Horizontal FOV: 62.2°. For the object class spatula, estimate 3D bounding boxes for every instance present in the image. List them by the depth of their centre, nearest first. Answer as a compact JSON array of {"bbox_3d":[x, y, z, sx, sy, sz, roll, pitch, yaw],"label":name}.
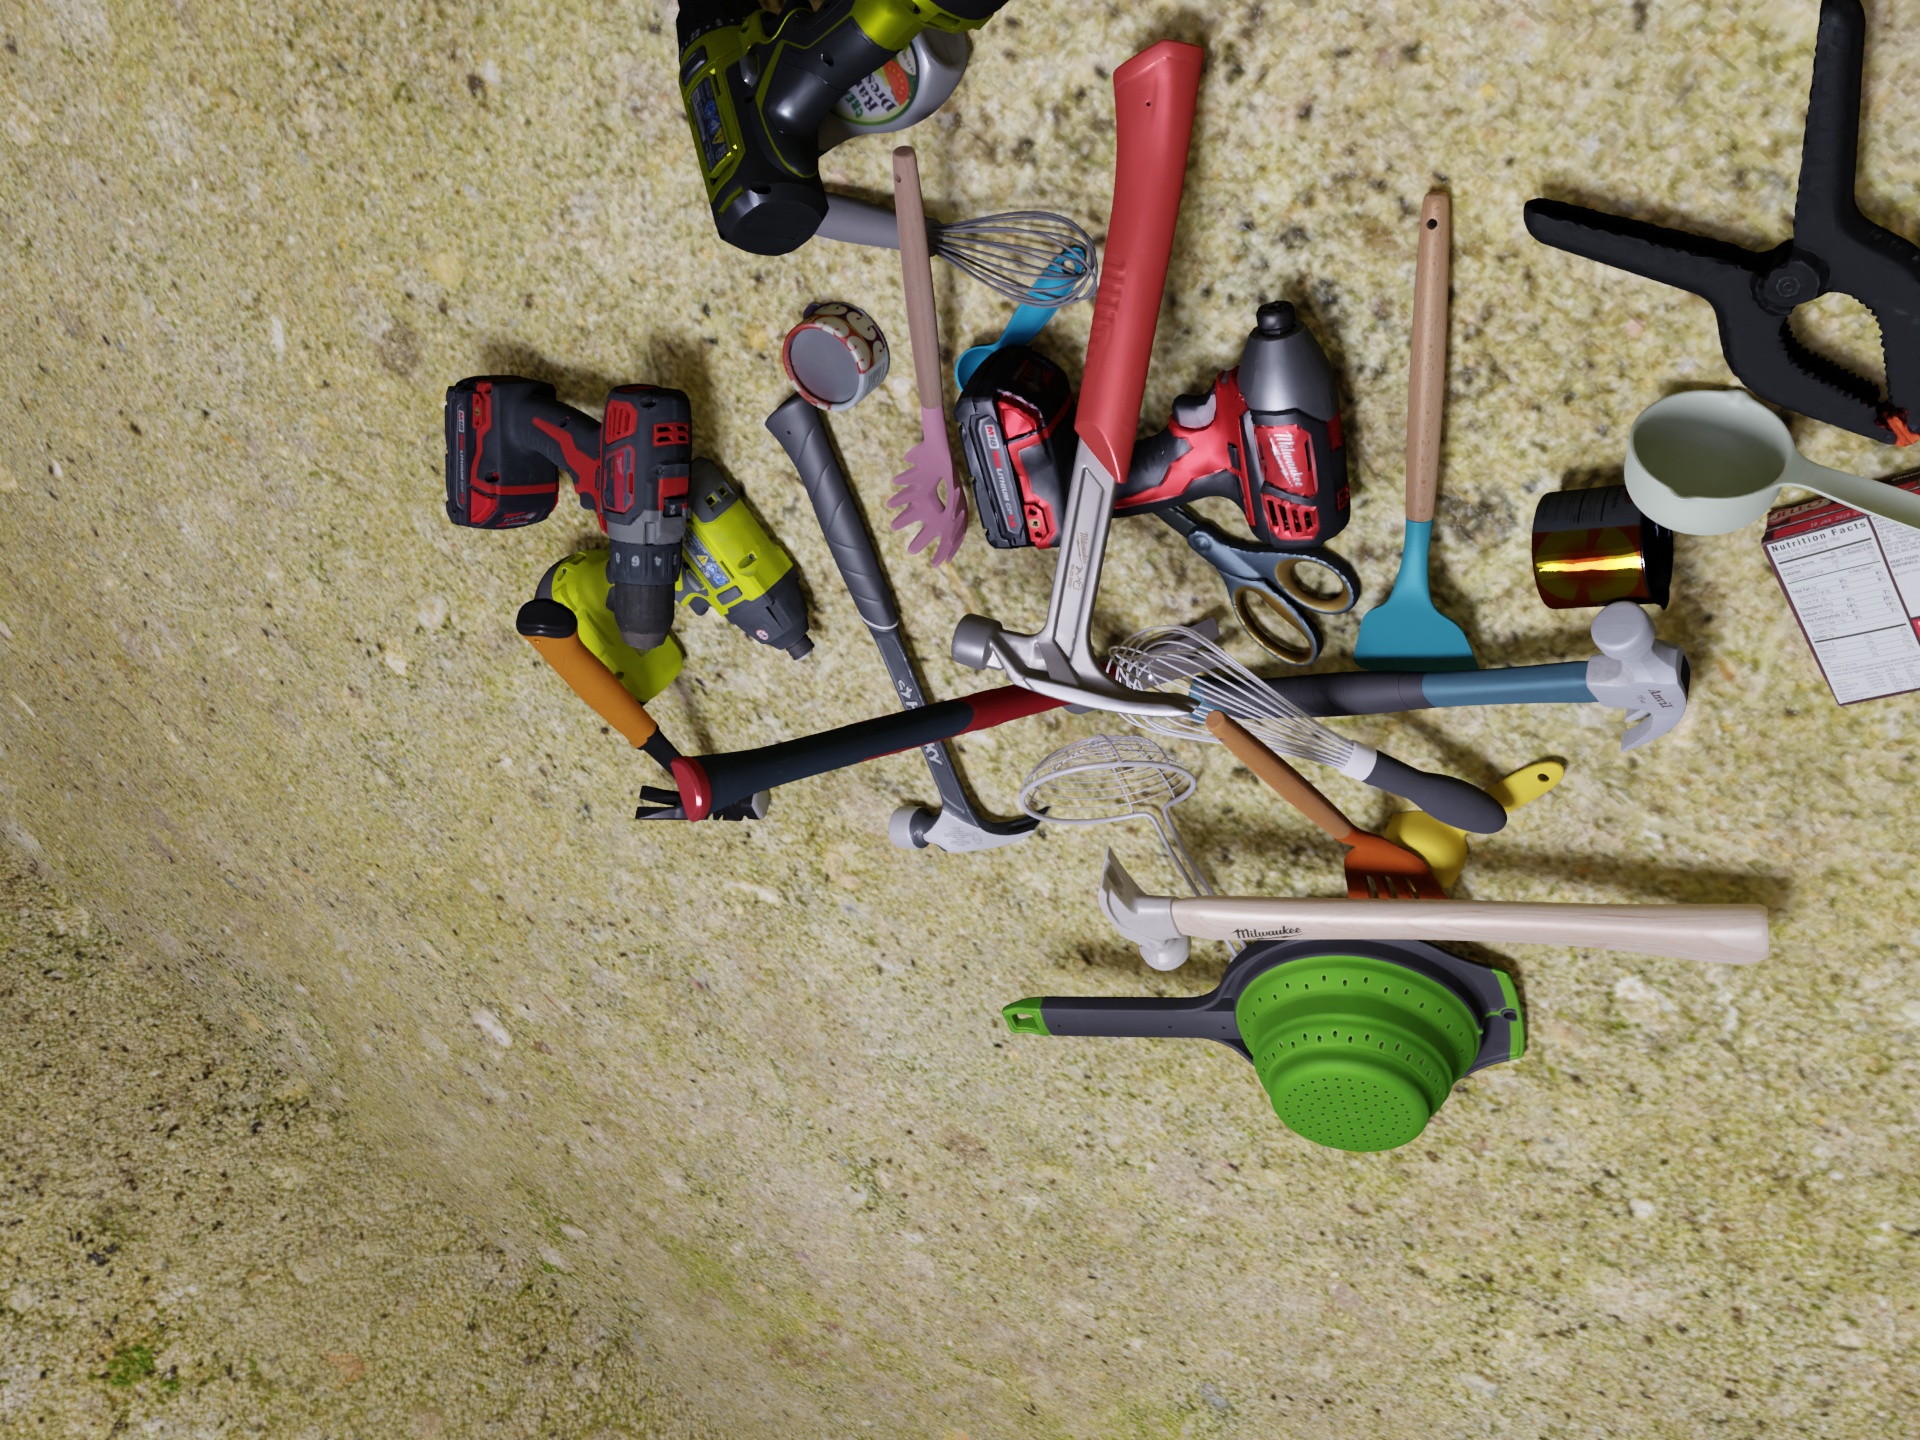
[{"bbox_3d":[0.266,-0.145,0.913,0.082,0.044,0.317,12,128,27],"label":"spatula"},{"bbox_3d":[0.230,0.069,1.004,0.081,0.041,0.322,-2,156,37],"label":"spatula"}]

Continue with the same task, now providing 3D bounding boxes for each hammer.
[{"bbox_3d":[0.093,-0.182,0.880,0.149,0.037,0.359,15,109,16],"label":"hammer"},{"bbox_3d":[-0.002,-0.003,0.974,0.143,0.386,0.038,-19,87,48],"label":"hammer"},{"bbox_3d":[0.278,-0.019,0.980,0.331,0.033,0.128,-3,153,44],"label":"hammer"},{"bbox_3d":[0.293,0.126,1.030,0.411,0.038,0.146,-2,150,25],"label":"hammer"},{"bbox_3d":[-0.052,-0.061,1.206,0.149,0.036,0.408,0,126,34],"label":"hammer"},{"bbox_3d":[-0.275,0.001,1.307,0.127,0.034,0.336,-1,151,17],"label":"hammer"}]

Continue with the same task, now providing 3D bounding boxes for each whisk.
[{"bbox_3d":[-0.019,-0.293,0.962,0.239,0.055,0.055,21,136,28],"label":"whisk"},{"bbox_3d":[0.219,0.012,0.991,0.284,0.070,0.070,22,140,-11],"label":"whisk"}]

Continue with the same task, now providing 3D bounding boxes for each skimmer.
[{"bbox_3d":[0.176,0.151,1.188,0.127,0.090,0.363,-21,113,34],"label":"skimmer"}]

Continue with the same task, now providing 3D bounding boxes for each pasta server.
[{"bbox_3d":[-0.025,-0.217,1.002,0.060,0.040,0.316,34,153,25],"label":"pasta server"}]

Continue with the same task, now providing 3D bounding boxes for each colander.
[{"bbox_3d":[0.210,0.252,1.186,0.397,0.095,0.204,-4,132,24],"label":"colander"}]

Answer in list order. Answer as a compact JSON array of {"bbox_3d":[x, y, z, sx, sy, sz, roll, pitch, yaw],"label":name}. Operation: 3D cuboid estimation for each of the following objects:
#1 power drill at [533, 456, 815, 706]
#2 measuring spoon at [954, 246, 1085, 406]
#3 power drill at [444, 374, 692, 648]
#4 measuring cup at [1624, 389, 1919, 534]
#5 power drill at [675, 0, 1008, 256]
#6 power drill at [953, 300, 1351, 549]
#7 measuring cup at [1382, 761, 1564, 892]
[{"bbox_3d":[-0.227,-0.095,1.272,0.223,0.080,0.171,-21,112,41],"label":"power drill"},{"bbox_3d":[0.042,-0.247,0.990,0.042,0.021,0.128,38,130,-5],"label":"measuring spoon"},{"bbox_3d":[-0.286,-0.163,1.183,0.227,0.080,0.187,17,111,36],"label":"power drill"},{"bbox_3d":[0.413,-0.110,0.788,0.168,0.083,0.038,26,154,24],"label":"measuring cup"},{"bbox_3d":[-0.076,-0.392,0.859,0.228,0.080,0.191,-30,68,42],"label":"power drill"},{"bbox_3d":[0.116,-0.171,0.944,0.220,0.079,0.143,1,126,24],"label":"power drill"},{"bbox_3d":[0.335,0.070,1.046,0.062,0.029,0.156,41,141,-2],"label":"measuring cup"}]
